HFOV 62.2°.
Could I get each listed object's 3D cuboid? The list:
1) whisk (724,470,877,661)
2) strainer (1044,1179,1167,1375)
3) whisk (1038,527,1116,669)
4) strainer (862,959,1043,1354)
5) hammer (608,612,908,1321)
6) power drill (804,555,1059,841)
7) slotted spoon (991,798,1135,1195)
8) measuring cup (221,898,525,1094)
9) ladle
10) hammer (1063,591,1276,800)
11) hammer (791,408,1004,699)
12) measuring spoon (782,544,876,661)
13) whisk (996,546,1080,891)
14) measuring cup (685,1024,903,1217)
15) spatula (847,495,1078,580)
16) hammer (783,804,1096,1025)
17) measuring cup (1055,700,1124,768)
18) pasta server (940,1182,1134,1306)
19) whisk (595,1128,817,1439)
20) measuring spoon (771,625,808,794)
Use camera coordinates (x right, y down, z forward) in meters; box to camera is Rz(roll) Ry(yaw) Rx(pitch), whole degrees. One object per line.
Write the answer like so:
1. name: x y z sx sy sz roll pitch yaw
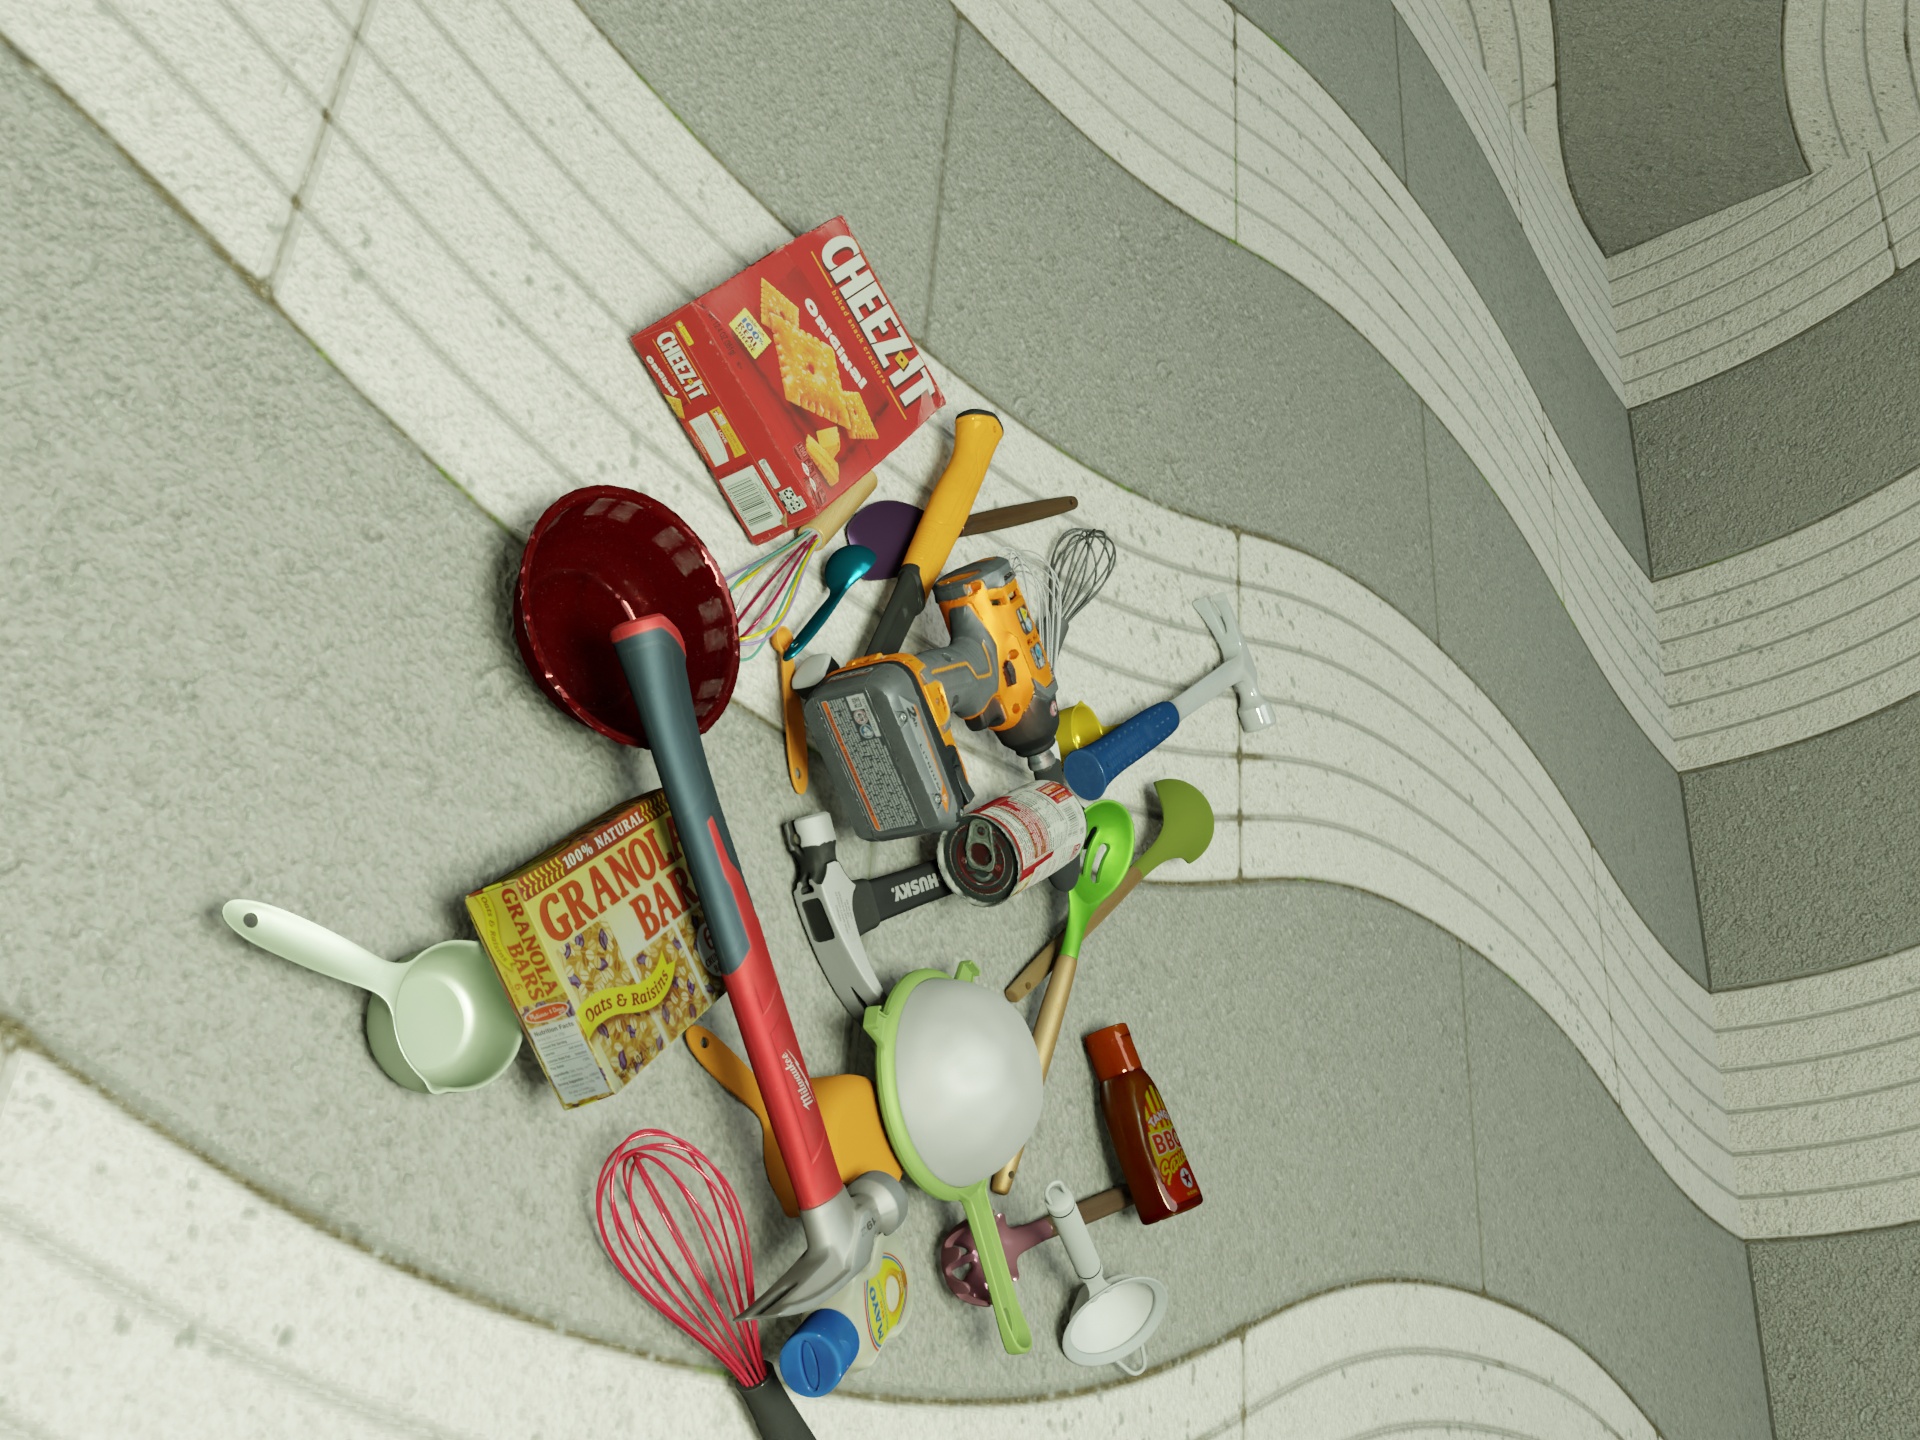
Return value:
1. whisk: -0.110 -0.115 1.109 0.051 0.047 0.245 58 36 -20
2. strainer: 0.092 0.385 1.115 0.050 0.087 0.258 51 -14 45
3. whisk: 0.082 -0.078 1.338 0.055 0.055 0.239 47 48 -30
4. strainer: 0.025 0.282 1.031 0.151 0.069 0.256 -9 83 -64
5. hammer: -0.131 0.130 0.885 0.143 0.038 0.386 -20 92 -63
6. power drill: -0.002 -0.004 1.107 0.226 0.084 0.164 -43 115 -53
7. slotted spoon: 0.072 0.202 1.197 0.070 0.031 0.314 36 59 -31
8. measuring cup: -0.293 0.130 0.783 0.167 0.038 0.083 37 49 -35
9. ladle: 0.121 0.141 1.313 0.320 0.062 0.078 -37 107 -44
10. hammer: 0.189 -0.013 1.425 0.405 0.035 0.144 -28 98 -58
11. hammer: -0.024 -0.110 1.198 0.127 0.034 0.337 50 45 -34
12. measuring spoon: -0.098 -0.086 1.109 0.021 0.042 0.129 53 41 -22
13. whisk: 0.062 -0.005 1.240 0.070 0.070 0.285 14 62 -49
14. measuring cup: -0.097 0.237 0.974 0.173 0.052 0.095 51 42 -29
15. spatula: 0.010 -0.162 1.299 0.316 0.018 0.060 -20 94 -52
16. hammer: 0.005 0.114 1.170 0.334 0.035 0.146 -13 86 -53
17. measuring cup: 0.120 0.016 1.369 0.156 0.029 0.062 -1 77 -61
18. pasta server: 0.083 0.366 1.167 0.316 0.040 0.060 2 70 -53
19. whisk: -0.123 0.354 0.897 0.073 0.073 0.295 -44 117 -50
20. measuring spoon: -0.118 -0.007 1.084 0.021 0.011 0.117 6 75 -61
